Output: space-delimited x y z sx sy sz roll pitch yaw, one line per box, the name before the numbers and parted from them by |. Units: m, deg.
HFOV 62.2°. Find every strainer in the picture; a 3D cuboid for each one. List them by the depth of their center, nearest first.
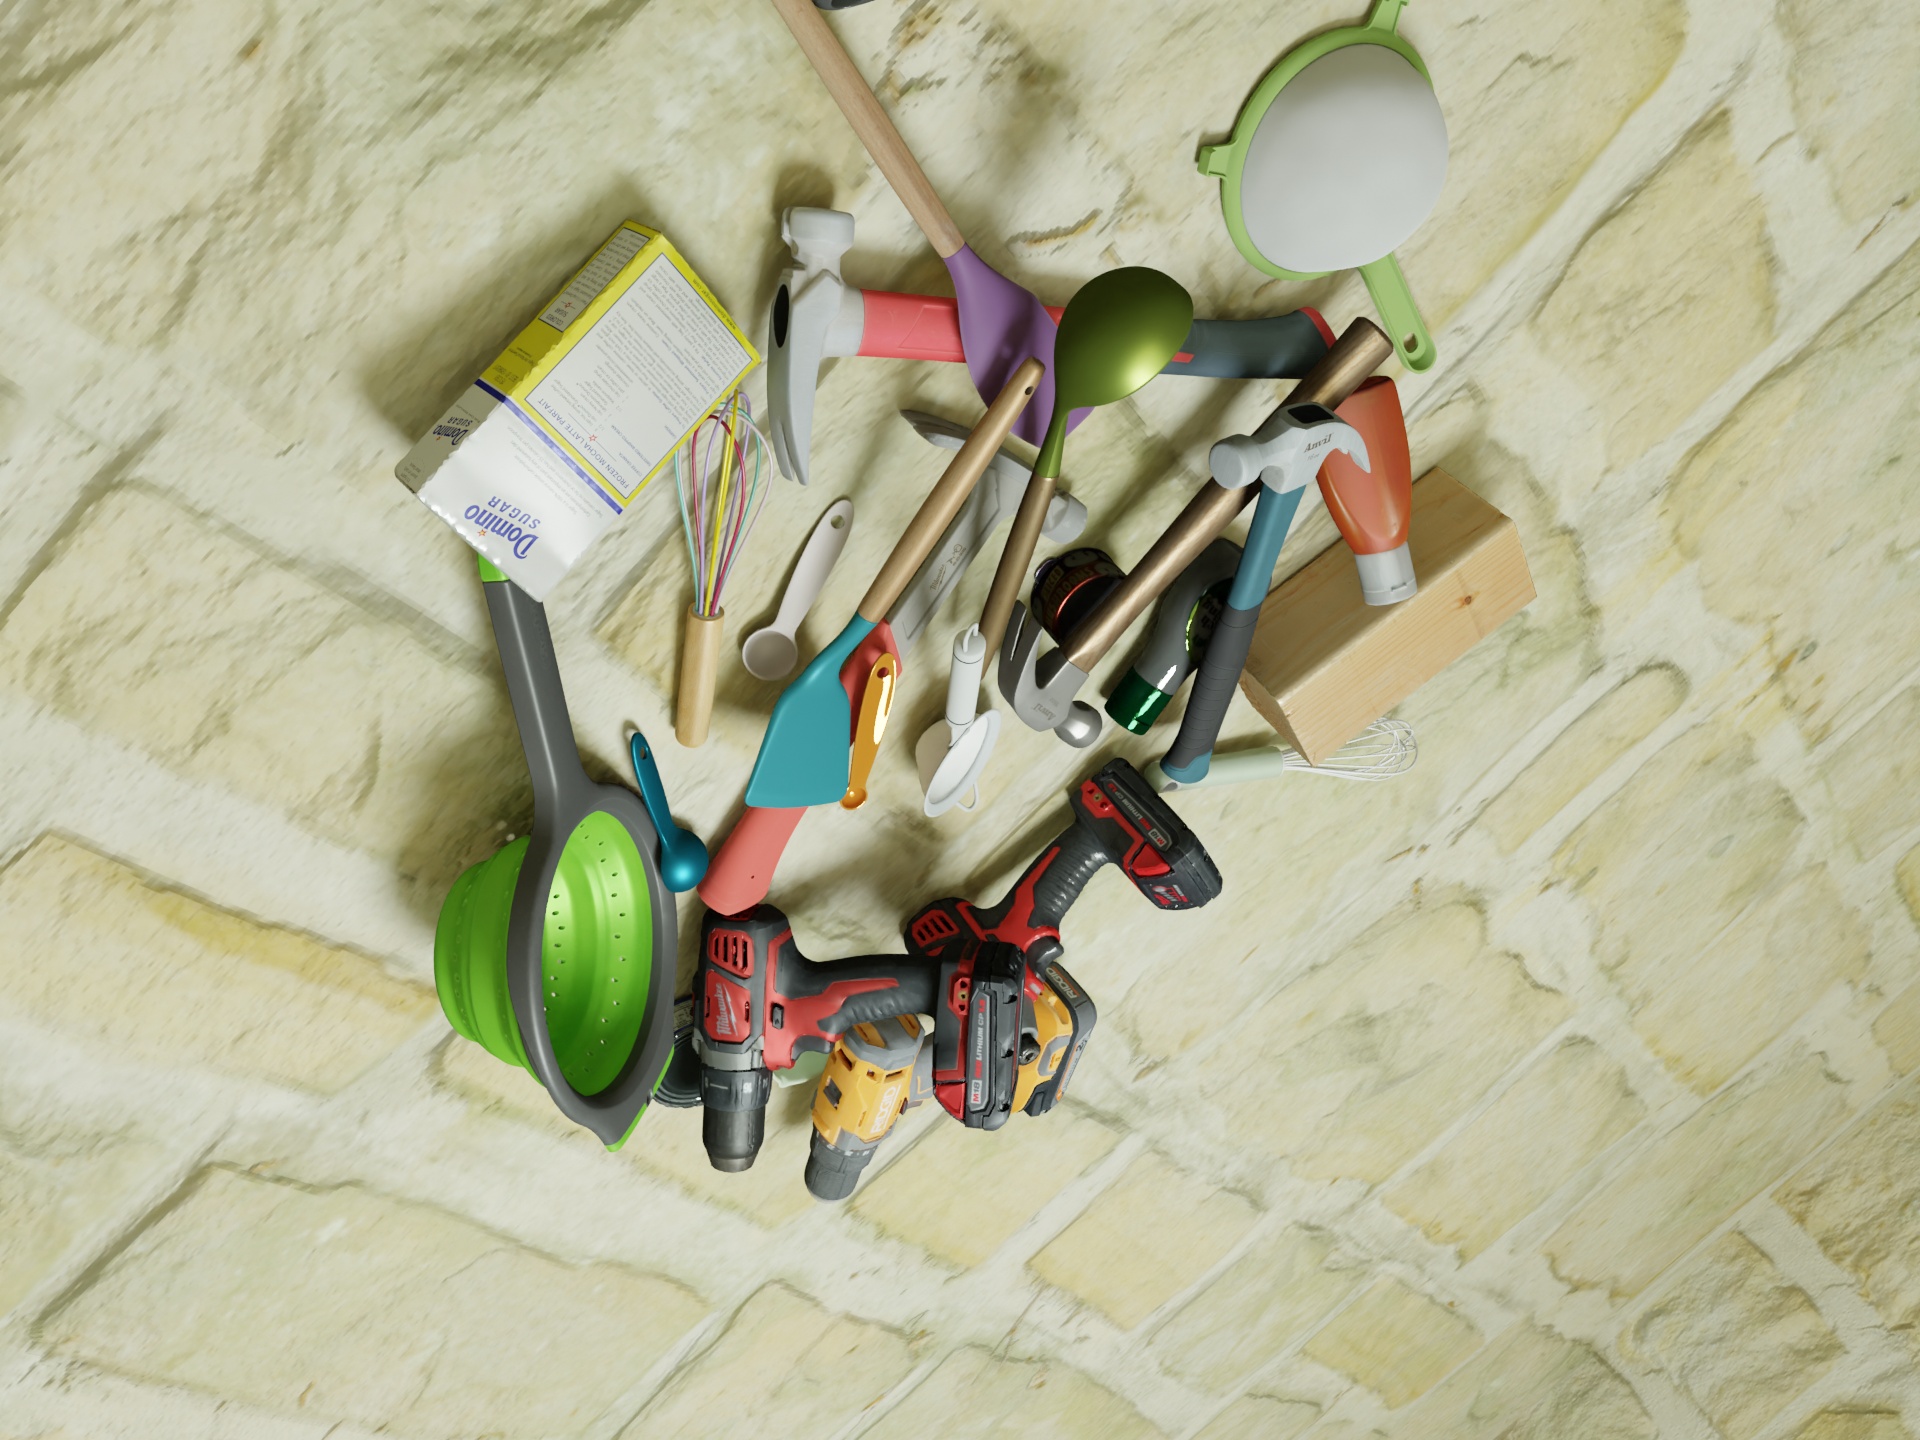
strainer | 0.260 -0.294 0.973 0.151 0.069 0.256 -40 133 3
strainer | -0.002 -0.003 1.020 0.087 0.050 0.258 -50 168 -21

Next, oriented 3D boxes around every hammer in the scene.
hammer | 0.069 -0.207 0.931 0.386 0.038 0.143 -4 109 -31
hammer | 0.148 -0.123 1.014 0.331 0.031 0.130 -48 142 11
hammer | -0.071 -0.022 1.016 0.149 0.037 0.359 22 111 -40
hammer | 0.183 -0.071 1.050 0.128 0.033 0.330 -26 147 -28

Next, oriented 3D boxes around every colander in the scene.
colander | -0.262 0.067 0.932 0.094 0.205 0.396 -1 115 12

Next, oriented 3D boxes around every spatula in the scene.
spatula | -0.019 -0.262 0.820 0.060 0.018 0.315 -43 126 -6
spatula | -0.034 -0.073 0.922 0.082 0.044 0.317 1 135 -45

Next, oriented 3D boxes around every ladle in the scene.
ladle | 0.055 -0.122 0.907 0.062 0.078 0.320 10 142 -8

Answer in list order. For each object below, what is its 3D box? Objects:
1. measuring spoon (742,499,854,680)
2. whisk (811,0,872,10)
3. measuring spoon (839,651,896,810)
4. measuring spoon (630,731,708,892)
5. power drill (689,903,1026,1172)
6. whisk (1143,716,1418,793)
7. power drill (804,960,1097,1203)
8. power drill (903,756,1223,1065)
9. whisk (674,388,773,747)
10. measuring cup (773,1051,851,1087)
measuring spoon | -0.096 -0.081 0.972 0.034 0.018 0.124 26 105 -13
whisk | 0.034 -0.399 0.771 0.239 0.055 0.055 -26 134 -5
measuring spoon | -0.060 0.006 1.016 0.021 0.011 0.116 -1 121 -29
measuring spoon | -0.183 0.059 1.009 0.021 0.042 0.128 4 130 18
power drill | -0.075 0.226 1.086 0.226 0.080 0.188 5 98 7
whisk | 0.254 0.030 1.249 0.246 0.059 0.057 -7 145 -20
power drill | -0.017 0.285 1.242 0.226 0.084 0.185 -8 129 -38
power drill | 0.075 0.144 1.164 0.219 0.143 0.078 -39 141 -1
whisk | -0.146 -0.079 0.919 0.051 0.047 0.244 -15 136 -32
measuring cup | -0.093 0.243 1.221 0.083 0.038 0.167 -51 145 10
